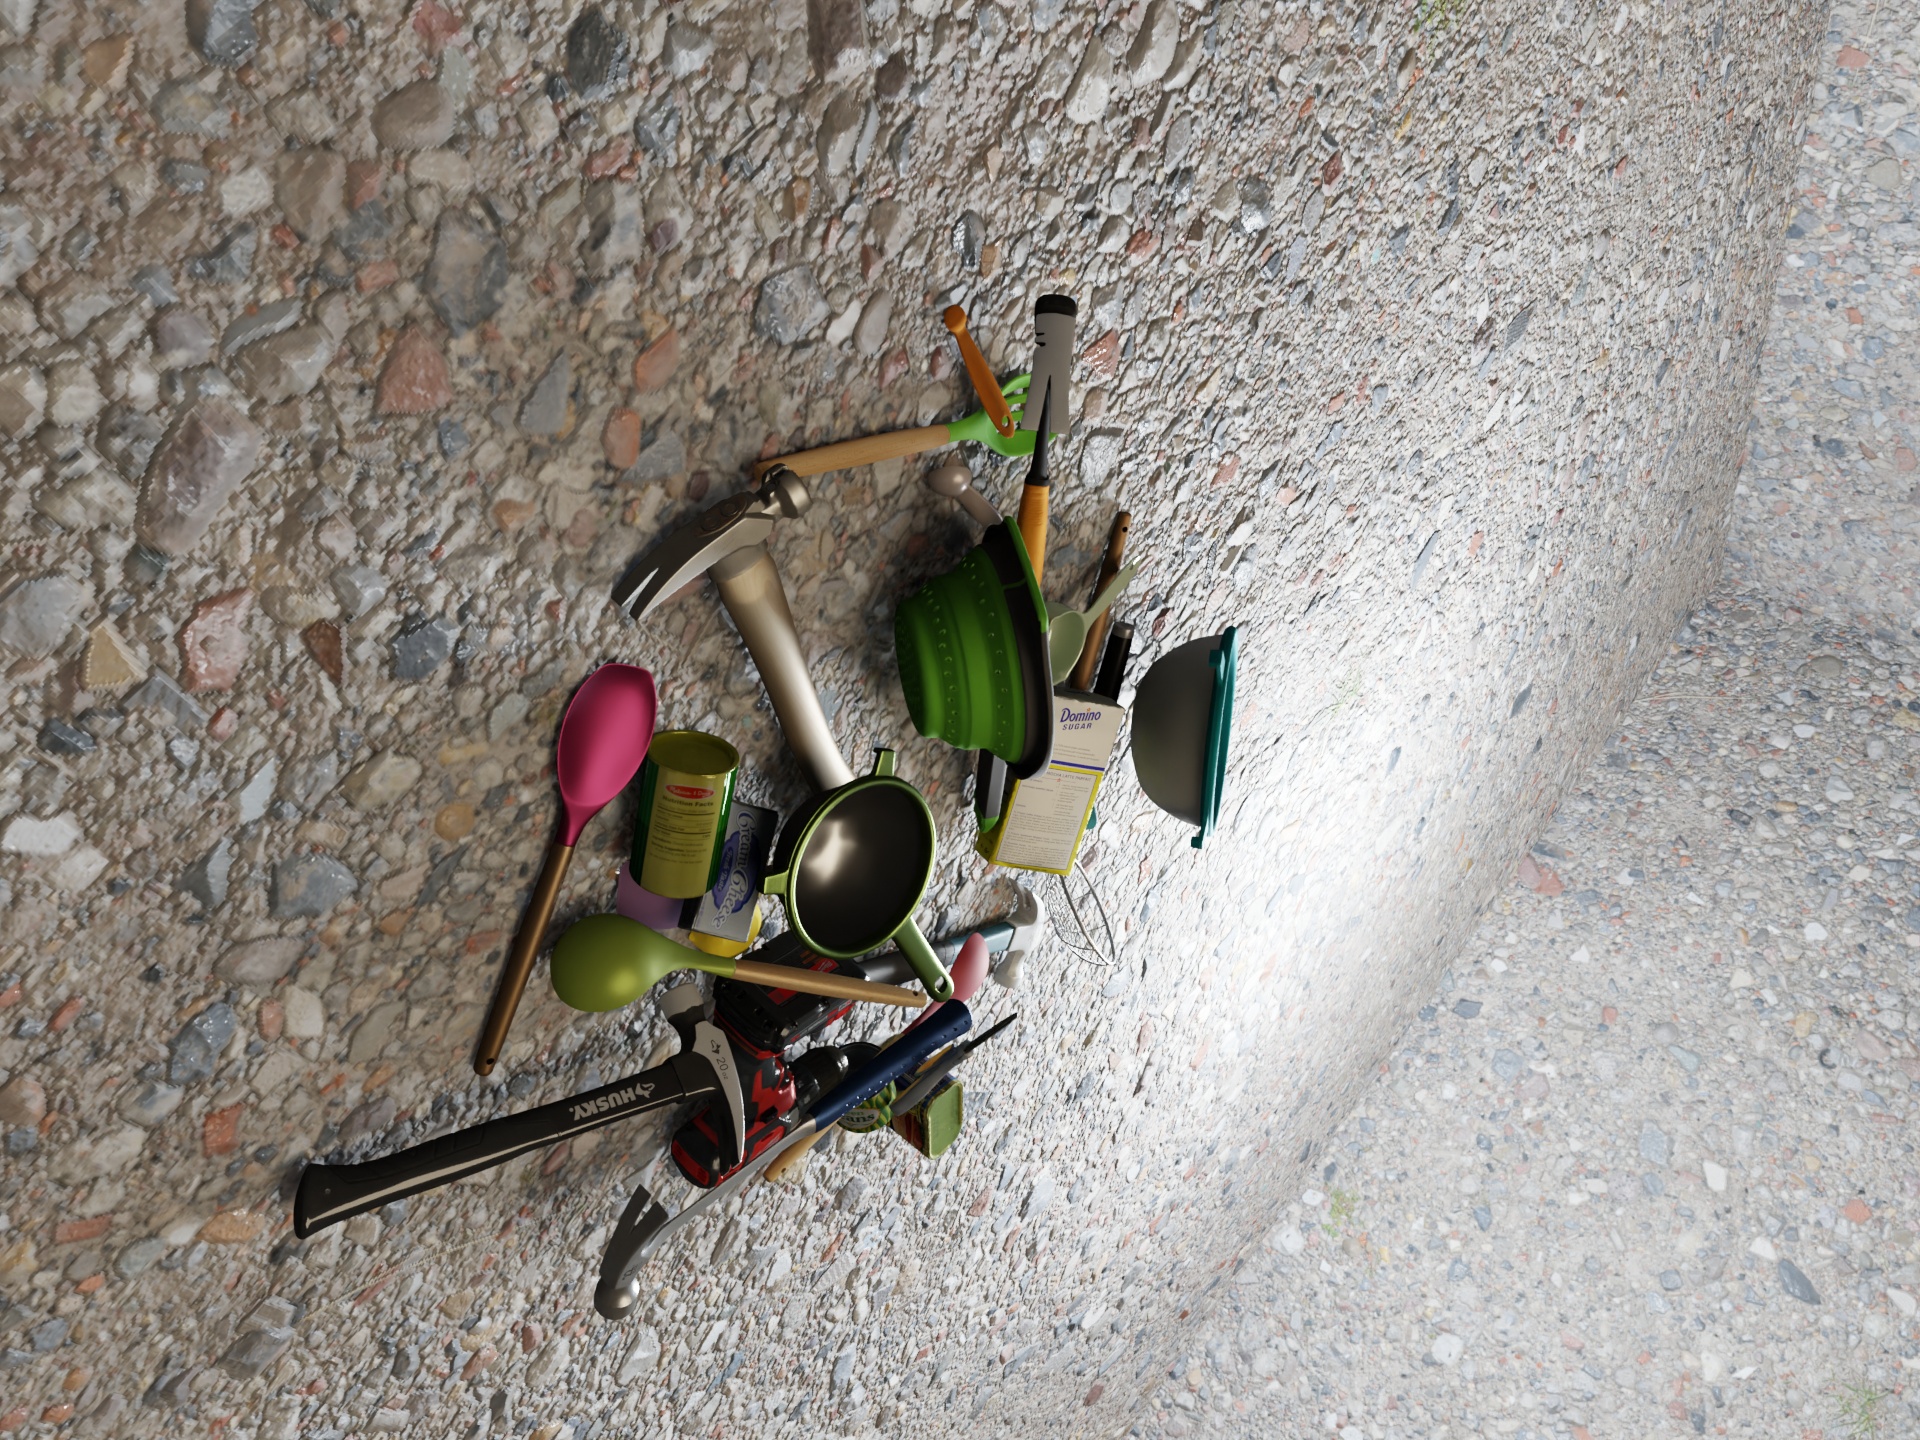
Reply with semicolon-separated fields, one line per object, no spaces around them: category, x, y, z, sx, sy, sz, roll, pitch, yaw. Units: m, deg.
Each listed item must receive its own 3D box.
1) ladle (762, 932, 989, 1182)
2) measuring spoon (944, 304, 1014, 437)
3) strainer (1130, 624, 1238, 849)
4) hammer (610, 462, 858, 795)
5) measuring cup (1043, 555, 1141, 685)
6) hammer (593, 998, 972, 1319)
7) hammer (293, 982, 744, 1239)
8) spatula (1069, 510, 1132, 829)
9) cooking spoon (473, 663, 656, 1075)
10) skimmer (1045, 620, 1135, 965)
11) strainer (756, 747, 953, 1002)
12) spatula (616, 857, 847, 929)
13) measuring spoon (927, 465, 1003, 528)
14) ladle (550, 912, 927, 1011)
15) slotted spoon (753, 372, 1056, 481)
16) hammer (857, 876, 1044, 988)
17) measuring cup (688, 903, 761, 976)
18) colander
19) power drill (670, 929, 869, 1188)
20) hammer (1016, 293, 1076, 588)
ladle;-0.069;0.309;1.464;0.315;0.031;0.069;-42;144;-32
measuring spoon;0.018;-0.261;1.196;0.021;0.011;0.116;-49;129;-26
strainer;0.232;-0.008;1.645;0.340;0.095;0.211;-46;141;-72
hammer;-0.130;-0.005;1.197;0.146;0.038;0.410;-39;145;-17
measuring cup;0.104;-0.101;1.455;0.167;0.038;0.083;-47;146;-24
hammer;-0.133;0.342;1.335;0.405;0.035;0.144;-29;151;-42
hammer;-0.305;0.297;1.134;0.334;0.146;0.035;-11;156;-40
spatula;0.123;-0.044;1.518;0.082;0.044;0.317;3;113;-24
cooking spoon;-0.281;0.106;1.096;0.068;0.017;0.319;11;106;-43
skimmer;0.155;0.078;1.617;0.127;0.090;0.363;-76;178;-69
strainer;-0.076;0.142;1.283;0.151;0.069;0.256;-48;134;-21
spatula;-0.140;0.124;1.274;0.315;0.018;0.059;-3;103;-45
measuring spoon;0.010;-0.171;1.270;0.124;0.034;0.018;35;47;-62
ladle;-0.158;0.199;1.205;0.320;0.078;0.062;17;121;-37
slotted spoon;-0.031;-0.212;1.187;0.313;0.031;0.070;-22;132;-43
hammer;-0.023;0.230;1.543;0.331;0.033;0.128;-6;121;-52
measuring cup;-0.184;0.204;1.298;0.062;0.029;0.156;-33;137;-36
colander;-0.002;-0.004;1.327;0.094;0.205;0.396;-10;149;-10
power drill;-0.149;0.280;1.351;0.188;0.080;0.226;-27;146;-46
hammer;0.059;-0.167;1.254;0.336;0.034;0.127;93;3;-57
